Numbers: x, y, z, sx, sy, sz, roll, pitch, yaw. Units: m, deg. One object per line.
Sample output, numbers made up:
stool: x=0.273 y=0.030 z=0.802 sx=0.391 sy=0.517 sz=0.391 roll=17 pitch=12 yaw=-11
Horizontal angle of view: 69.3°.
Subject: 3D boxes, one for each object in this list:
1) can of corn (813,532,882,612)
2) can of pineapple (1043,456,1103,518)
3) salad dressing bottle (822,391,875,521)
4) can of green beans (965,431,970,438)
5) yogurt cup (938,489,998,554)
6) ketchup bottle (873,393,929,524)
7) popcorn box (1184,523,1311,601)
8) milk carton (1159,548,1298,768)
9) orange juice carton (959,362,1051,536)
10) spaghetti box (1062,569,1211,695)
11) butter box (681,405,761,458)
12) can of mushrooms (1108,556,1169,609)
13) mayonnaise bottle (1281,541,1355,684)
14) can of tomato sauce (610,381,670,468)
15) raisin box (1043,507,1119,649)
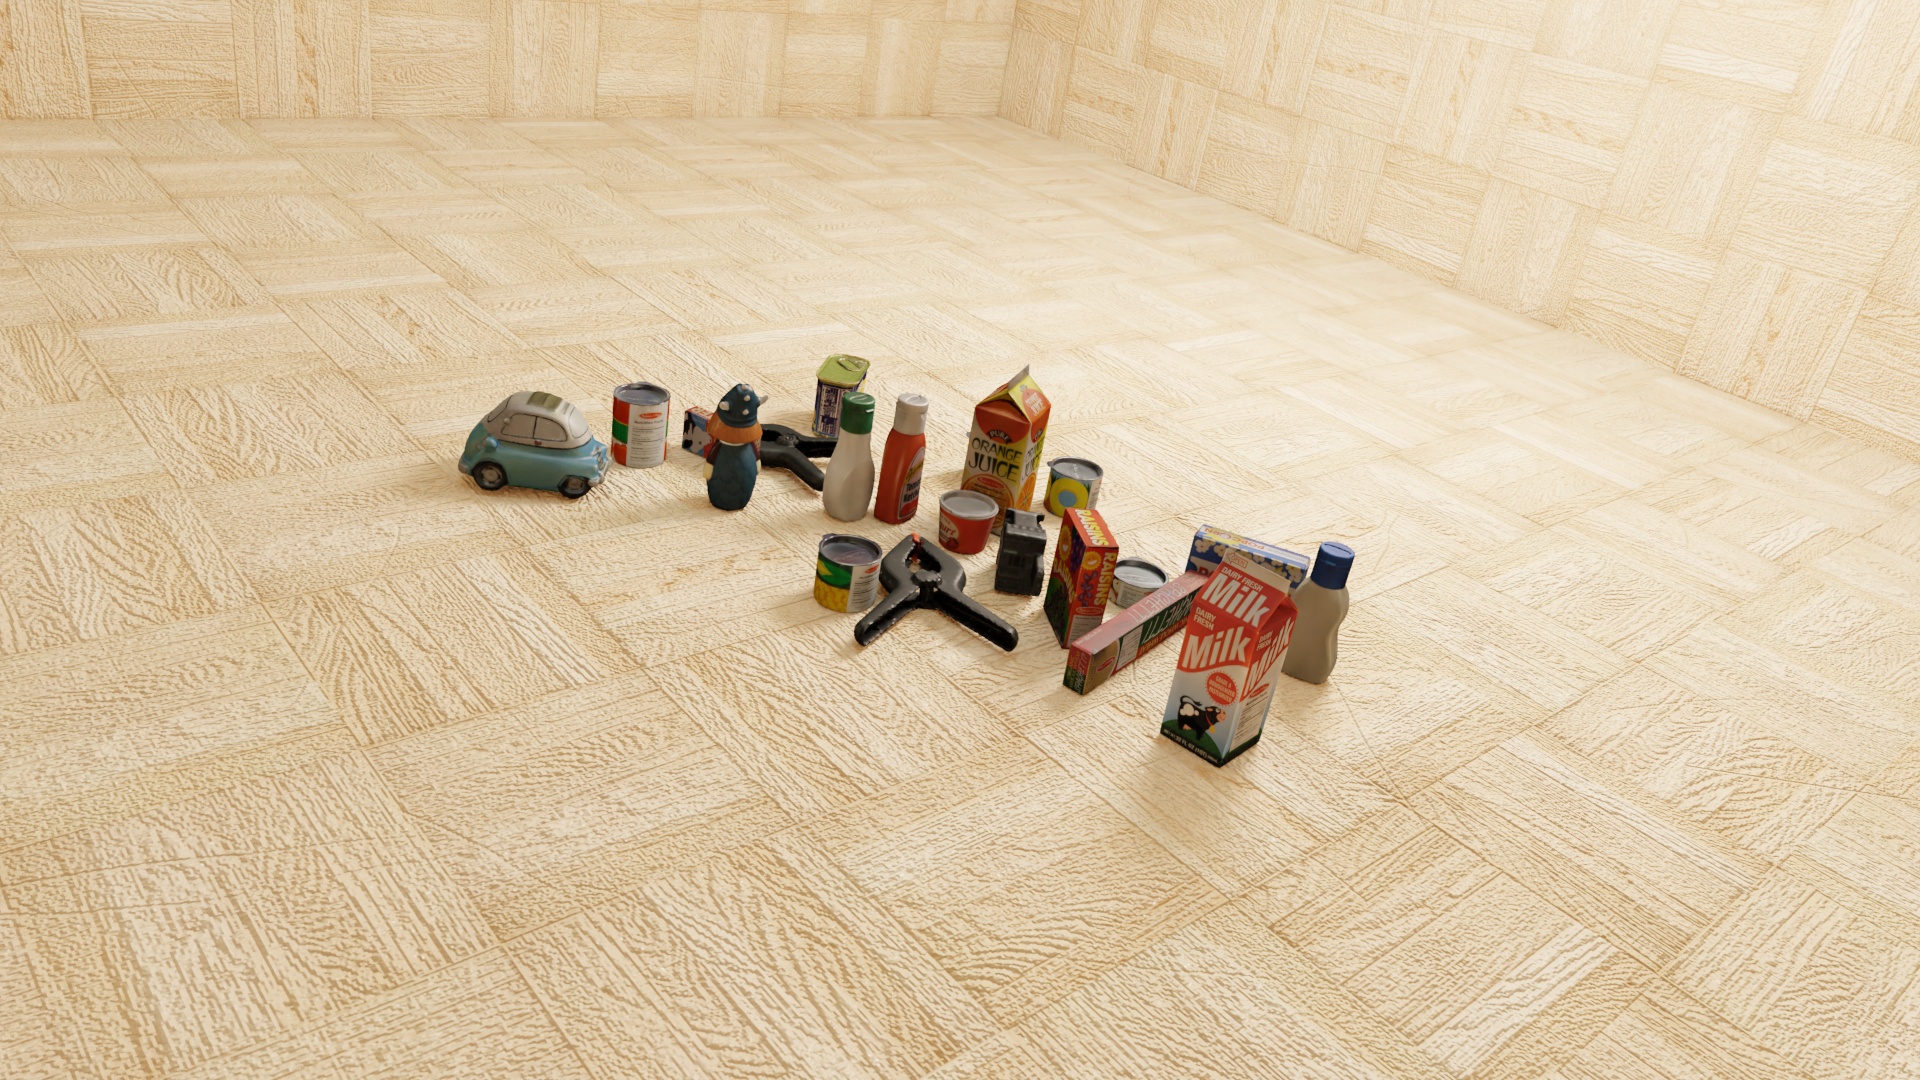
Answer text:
can of corn: x=-0.119 y=0.033 z=1.436 sx=0.071 sy=0.058 sz=0.071 roll=8 pitch=27 yaw=-4
can of pineapple: x=0.137 y=-0.065 z=1.712 sx=0.071 sy=0.057 sz=0.071 roll=8 pitch=27 yaw=-4
salad dressing bottle: x=-0.123 y=-0.096 z=1.583 sx=0.044 sy=0.147 sz=0.064 roll=30 pitch=33 yaw=34
can of green beans: x=0.040 y=-0.104 z=1.753 sx=0.071 sy=0.057 sz=0.071 roll=8 pitch=27 yaw=-4
yogurt cup: x=0.006 y=-0.020 z=1.584 sx=0.072 sy=0.053 sz=0.073 roll=8 pitch=27 yaw=-4
ketchup bottle: x=-0.066 y=-0.096 z=1.602 sx=0.043 sy=0.148 sz=0.065 roll=21 pitch=29 yaw=20
popcorn box: x=0.314 y=0.042 z=1.537 sx=0.127 sy=0.084 sz=0.038 roll=18 pitch=28 yaw=16
milk carton: x=0.251 y=0.105 z=1.281 sx=0.072 sy=0.189 sz=0.074 roll=30 pitch=33 yaw=34
orange juice carton: x=0.052 y=-0.108 z=1.619 sx=0.073 sy=0.191 sz=0.072 roll=19 pitch=28 yaw=16
spaghetti box: x=0.187 y=0.091 z=1.438 sx=0.029 sy=0.050 sz=0.251 roll=26 pitch=31 yaw=29
butter box: x=-0.288 y=-0.121 z=1.677 sx=0.103 sy=0.053 sz=0.024 roll=23 pitch=29 yaw=23
can of mushrooms: x=0.196 y=0.048 z=1.542 sx=0.071 sy=0.033 sz=0.071 roll=8 pitch=27 yaw=-4
mayonnaise bottle: x=0.368 y=0.073 z=1.428 sx=0.065 sy=0.147 sz=0.041 roll=23 pitch=29 yaw=23
can of tomato sauce: x=-0.380 y=-0.137 z=1.645 sx=0.071 sy=0.082 sz=0.071 roll=8 pitch=27 yaw=-4
raisin box: x=0.124 y=0.039 z=1.436 sx=0.040 sy=0.122 sz=0.086 roll=3 pitch=28 yaw=-13
